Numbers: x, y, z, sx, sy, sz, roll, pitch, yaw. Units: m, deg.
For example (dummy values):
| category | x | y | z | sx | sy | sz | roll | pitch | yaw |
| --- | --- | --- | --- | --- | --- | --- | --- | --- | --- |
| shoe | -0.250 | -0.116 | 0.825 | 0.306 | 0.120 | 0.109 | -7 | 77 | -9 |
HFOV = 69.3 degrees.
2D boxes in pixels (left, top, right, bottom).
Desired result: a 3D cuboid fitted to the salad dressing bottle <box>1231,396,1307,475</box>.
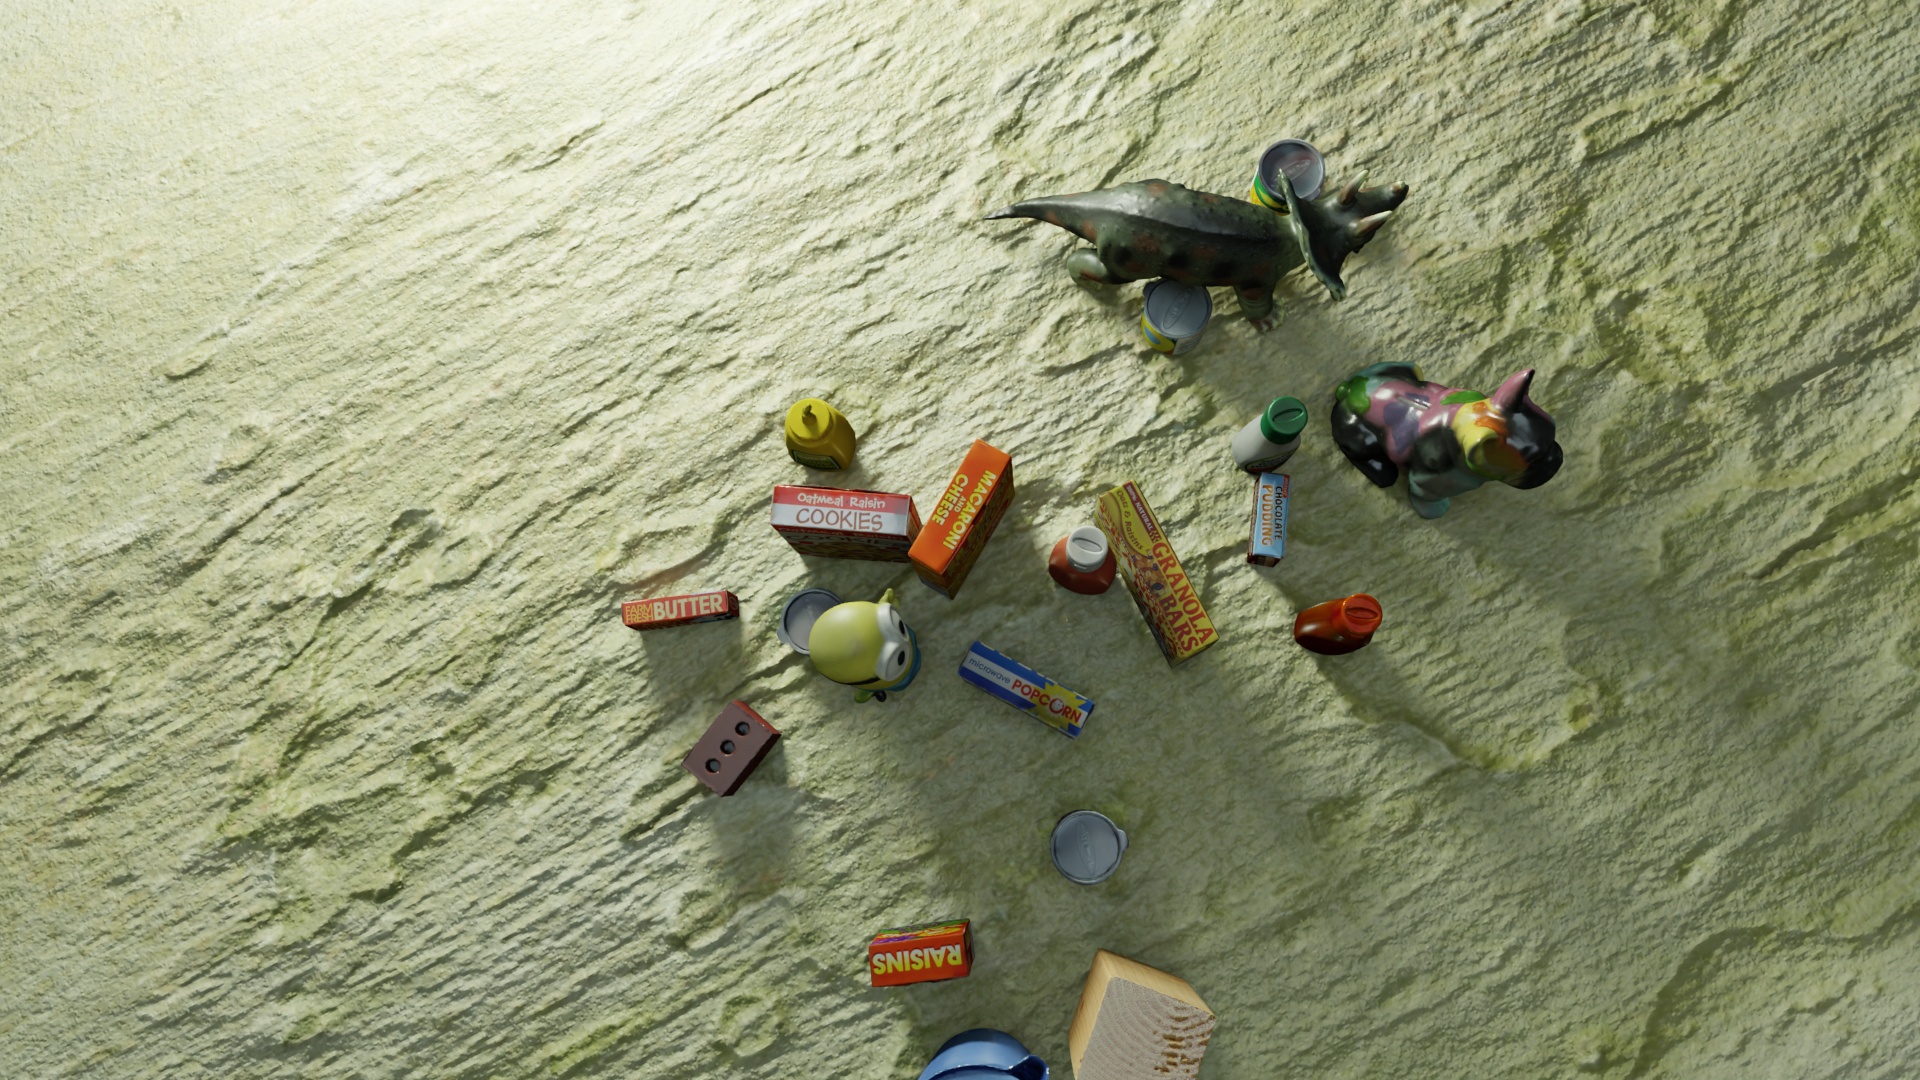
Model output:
| category | x | y | z | sx | sy | sz | roll | pitch | yaw |
| --- | --- | --- | --- | --- | --- | --- | --- | --- | --- |
| salad dressing bottle | 0.293 | -0.098 | 1.302 | 0.064 | 0.147 | 0.044 | -16 | 80 | 0 |

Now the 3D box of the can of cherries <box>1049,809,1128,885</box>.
| category | x | y | z | sx | sy | sz | roll | pitch | yaw |
| --- | --- | --- | --- | --- | --- | --- | --- | --- | --- |
| can of cherries | 0.118 | 0.282 | 1.284 | 0.071 | 0.058 | 0.071 | 0 | 80 | 2 |

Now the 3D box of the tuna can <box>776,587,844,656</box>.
| category | x | y | z | sx | sy | sz | roll | pitch | yaw |
| --- | --- | --- | --- | --- | --- | --- | --- | --- | --- |
| tuna can | -0.142 | 0.081 | 1.345 | 0.071 | 0.033 | 0.071 | 0 | 79 | 2 |

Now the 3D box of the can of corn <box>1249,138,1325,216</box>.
| category | x | y | z | sx | sy | sz | roll | pitch | yaw |
| --- | --- | --- | --- | --- | --- | --- | --- | --- | --- |
| can of corn | 0.329 | -0.358 | 1.395 | 0.071 | 0.058 | 0.071 | 0 | 80 | 2 |

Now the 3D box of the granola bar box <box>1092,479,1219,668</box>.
| category | x | y | z | sx | sy | sz | roll | pitch | yaw |
| --- | --- | --- | --- | --- | --- | --- | --- | --- | --- |
| granola bar box | 0.180 | 0.033 | 1.294 | 0.039 | 0.124 | 0.166 | -27 | 80 | -2 |

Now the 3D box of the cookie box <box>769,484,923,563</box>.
| category | x | y | z | sx | sy | sz | roll | pitch | yaw |
| --- | --- | --- | --- | --- | --- | --- | --- | --- | --- |
| cookie box | -0.101 | -0.014 | 1.293 | 0.123 | 0.167 | 0.040 | 4 | 80 | 3 |

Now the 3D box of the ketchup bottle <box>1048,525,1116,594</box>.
| category | x | y | z | sx | sy | sz | roll | pitch | yaw |
| --- | --- | --- | --- | --- | --- | --- | --- | --- | --- |
| ketchup bottle | 0.115 | 0.018 | 1.287 | 0.065 | 0.148 | 0.043 | 19 | 81 | 6 |

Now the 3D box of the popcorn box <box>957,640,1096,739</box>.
| category | x | y | z | sx | sy | sz | roll | pitch | yaw |
| --- | --- | --- | --- | --- | --- | --- | --- | --- | --- |
| popcorn box | 0.061 | 0.140 | 1.299 | 0.127 | 0.085 | 0.038 | 27 | 82 | 7 |

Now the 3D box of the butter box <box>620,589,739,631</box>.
| category | x | y | z | sx | sy | sz | roll | pitch | yaw |
| --- | --- | --- | --- | --- | --- | --- | --- | --- | --- |
| butter box | -0.270 | 0.068 | 1.343 | 0.103 | 0.053 | 0.024 | -7 | 80 | 1 |

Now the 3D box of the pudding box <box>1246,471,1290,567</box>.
| category | x | y | z | sx | sy | sz | roll | pitch | yaw |
| --- | --- | --- | --- | --- | --- | --- | --- | --- | --- |
| pudding box | 0.297 | -0.020 | 1.337 | 0.030 | 0.049 | 0.084 | 7 | 80 | 4 |

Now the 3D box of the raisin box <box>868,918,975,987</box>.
| category | x | y | z | sx | sy | sz | roll | pitch | yaw |
| --- | --- | --- | --- | --- | --- | --- | --- | --- | --- |
| raisin box | -0.033 | 0.368 | 1.241 | 0.086 | 0.123 | 0.040 | -7 | 80 | 1 |

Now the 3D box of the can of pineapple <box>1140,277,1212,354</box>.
| category | x | y | z | sx | sy | sz | roll | pitch | yaw |
| --- | --- | --- | --- | --- | --- | --- | --- | --- | --- |
| can of pineapple | 0.211 | -0.224 | 1.375 | 0.071 | 0.058 | 0.071 | 0 | 80 | 2 |

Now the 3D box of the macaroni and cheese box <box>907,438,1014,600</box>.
| category | x | y | z | sx | sy | sz | roll | pitch | yaw |
| --- | --- | --- | --- | --- | --- | --- | --- | --- | --- |
| macaroni and cheese box | 0.005 | -0.016 | 1.289 | 0.040 | 0.166 | 0.124 | 30 | 82 | 7 |

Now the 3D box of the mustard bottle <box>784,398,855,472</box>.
| category | x | y | z | sx | sy | sz | roll | pitch | yaw |
| --- | --- | --- | --- | --- | --- | --- | --- | --- | --- |
| mustard bottle | -0.138 | -0.103 | 1.315 | 0.065 | 0.160 | 0.049 | 9 | 81 | 4 |

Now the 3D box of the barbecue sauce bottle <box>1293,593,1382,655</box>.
| category | x | y | z | sx | sy | sz | roll | pitch | yaw |
| --- | --- | --- | --- | --- | --- | --- | --- | --- | --- |
| barbecue sauce bottle | 0.349 | 0.077 | 1.267 | 0.065 | 0.148 | 0.044 | 9 | 81 | 4 |
